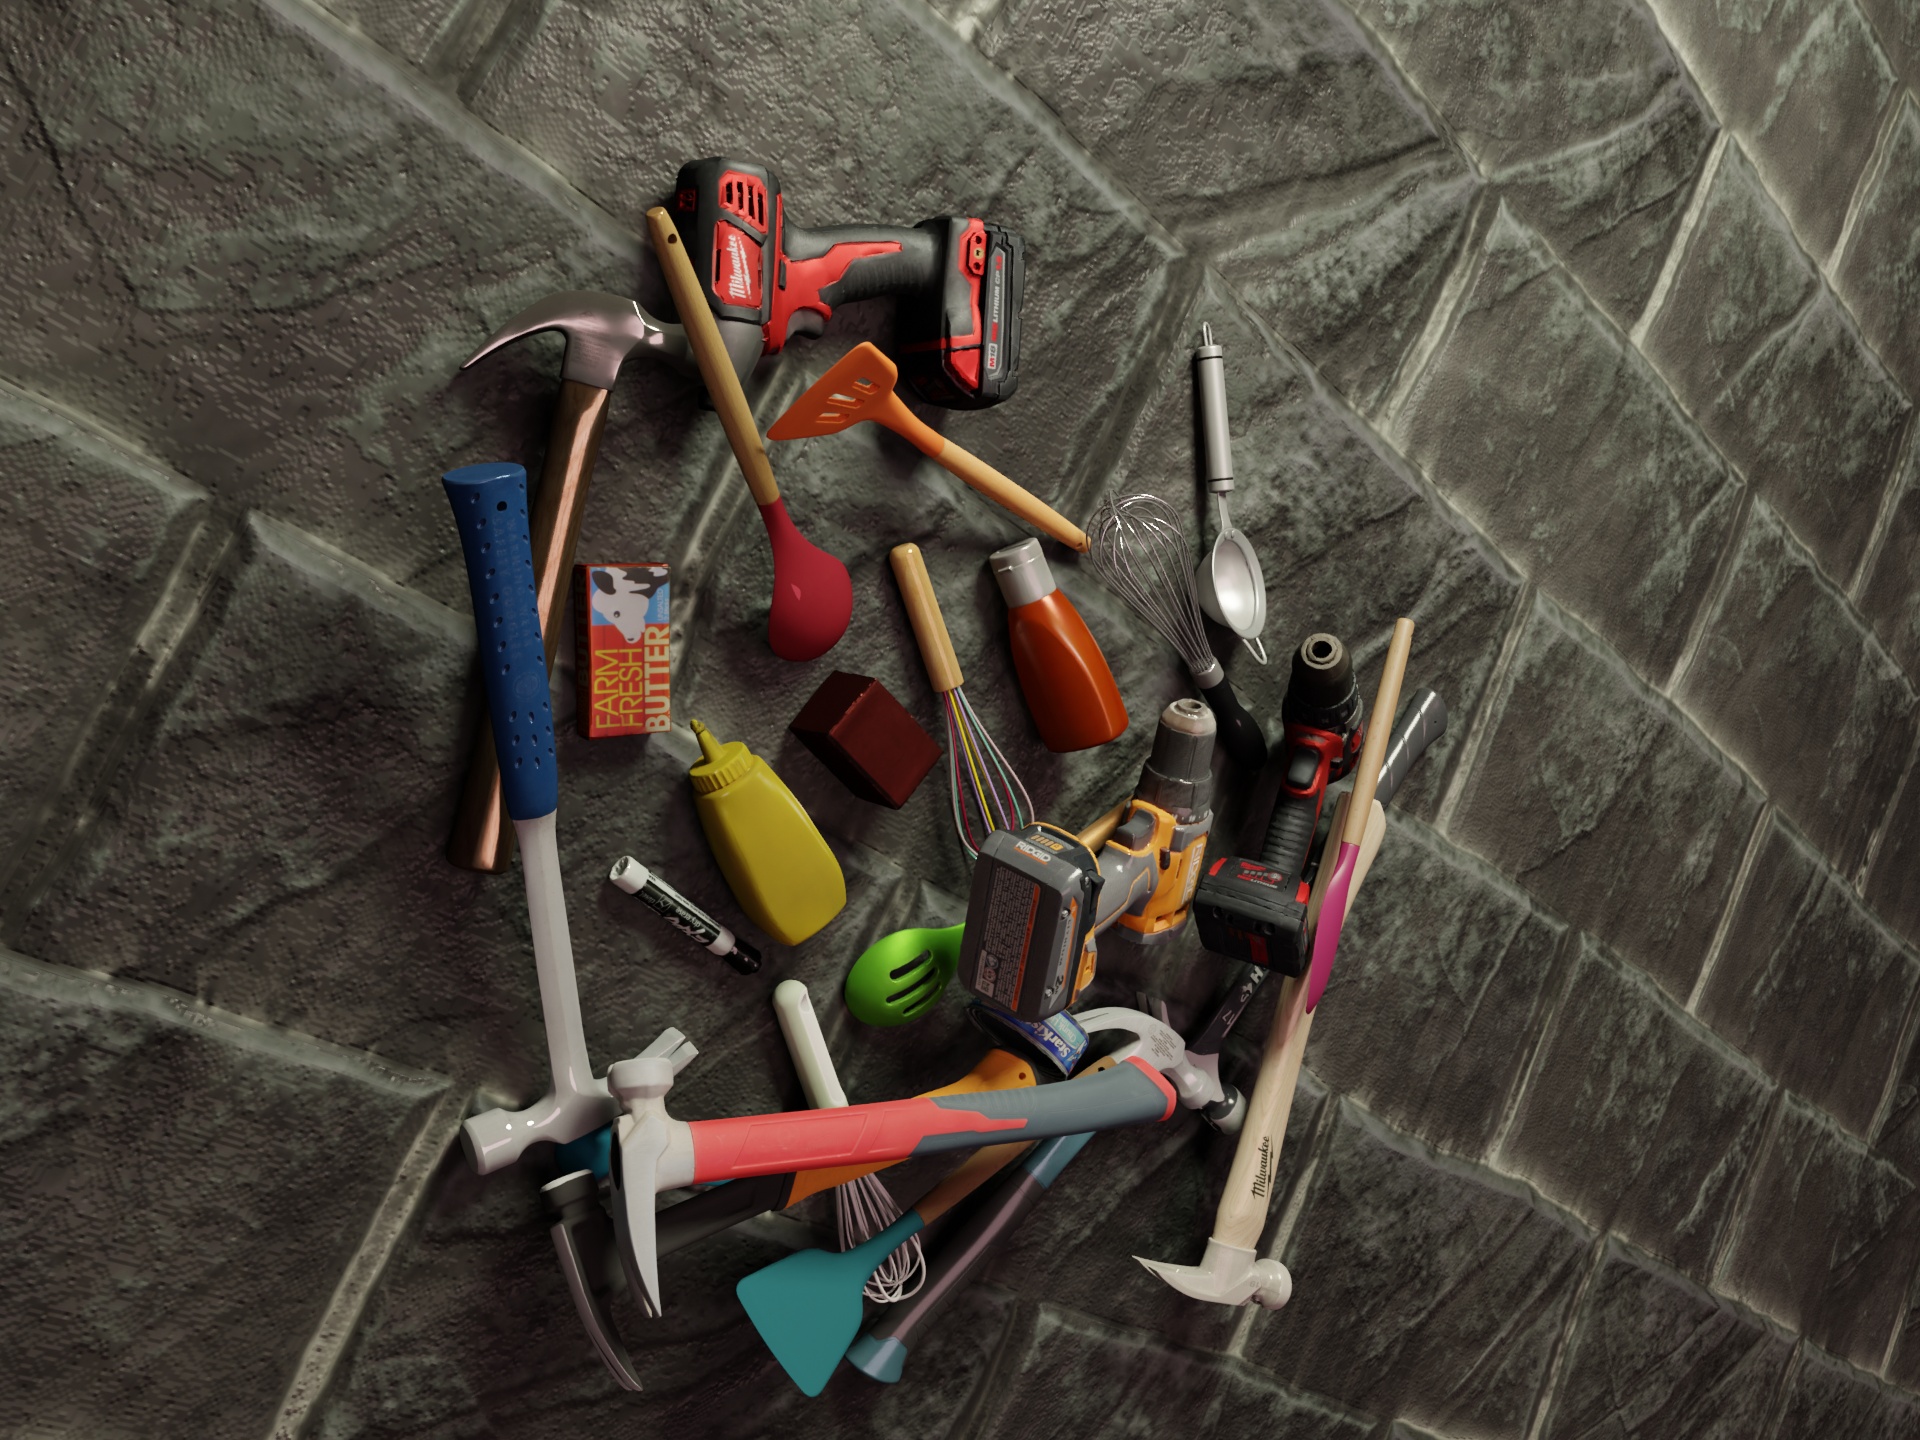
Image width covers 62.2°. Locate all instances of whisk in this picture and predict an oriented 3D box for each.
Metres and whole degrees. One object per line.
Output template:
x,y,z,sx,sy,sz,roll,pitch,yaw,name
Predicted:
-0.002,-0.004,1.083,0.047,0.051,0.245,-37,114,-49,whisk
-0.078,0.284,1.064,0.058,0.059,0.246,-50,126,-65,whisk
0.170,-0.058,1.180,0.070,0.070,0.284,-49,127,-20,whisk

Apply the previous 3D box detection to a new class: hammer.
-0.086,0.289,1.002,0.337,0.034,0.127,-16,77,-32,hammer
-0.237,-0.076,0.890,0.130,0.031,0.331,13,95,-15,hammer
-0.027,0.271,0.997,0.386,0.038,0.143,2,72,-29,hammer
0.044,0.342,1.150,0.331,0.033,0.128,-45,110,-17,hammer
0.251,0.252,1.252,0.146,0.038,0.411,22,82,-32,hammer
0.287,0.133,1.306,0.409,0.036,0.149,-52,121,-18,hammer
-0.231,0.059,0.885,0.144,0.035,0.405,-17,118,-33,hammer

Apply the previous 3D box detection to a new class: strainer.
0.195,-0.168,1.195,0.087,0.050,0.258,-13,99,-55,strainer

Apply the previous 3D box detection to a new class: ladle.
-0.119,-0.150,0.915,0.069,0.031,0.315,-43,138,-24,ladle

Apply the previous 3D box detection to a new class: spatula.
-0.005,0.315,1.059,0.317,0.044,0.082,-32,78,-29,spatula
0.001,-0.158,1.011,0.081,0.041,0.322,-39,147,20,spatula

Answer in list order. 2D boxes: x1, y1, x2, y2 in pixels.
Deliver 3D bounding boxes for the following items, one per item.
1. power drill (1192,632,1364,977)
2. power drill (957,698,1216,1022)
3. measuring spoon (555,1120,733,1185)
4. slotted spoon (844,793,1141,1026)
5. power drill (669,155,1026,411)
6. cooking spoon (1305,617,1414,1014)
0.247,0.058,1.184,0.187,0.080,0.227,64,46,-62,power drill
0.102,0.091,1.095,0.226,0.084,0.185,-20,127,-50,power drill
-0.191,0.277,0.995,0.128,0.021,0.042,23,84,-34,measuring spoon
0.047,0.120,1.140,0.314,0.031,0.070,-34,120,-29,slotted spoon
-0.072,-0.252,0.973,0.219,0.079,0.143,0,97,-33,power drill
0.308,0.072,1.229,0.068,0.017,0.319,38,66,-67,cooking spoon
